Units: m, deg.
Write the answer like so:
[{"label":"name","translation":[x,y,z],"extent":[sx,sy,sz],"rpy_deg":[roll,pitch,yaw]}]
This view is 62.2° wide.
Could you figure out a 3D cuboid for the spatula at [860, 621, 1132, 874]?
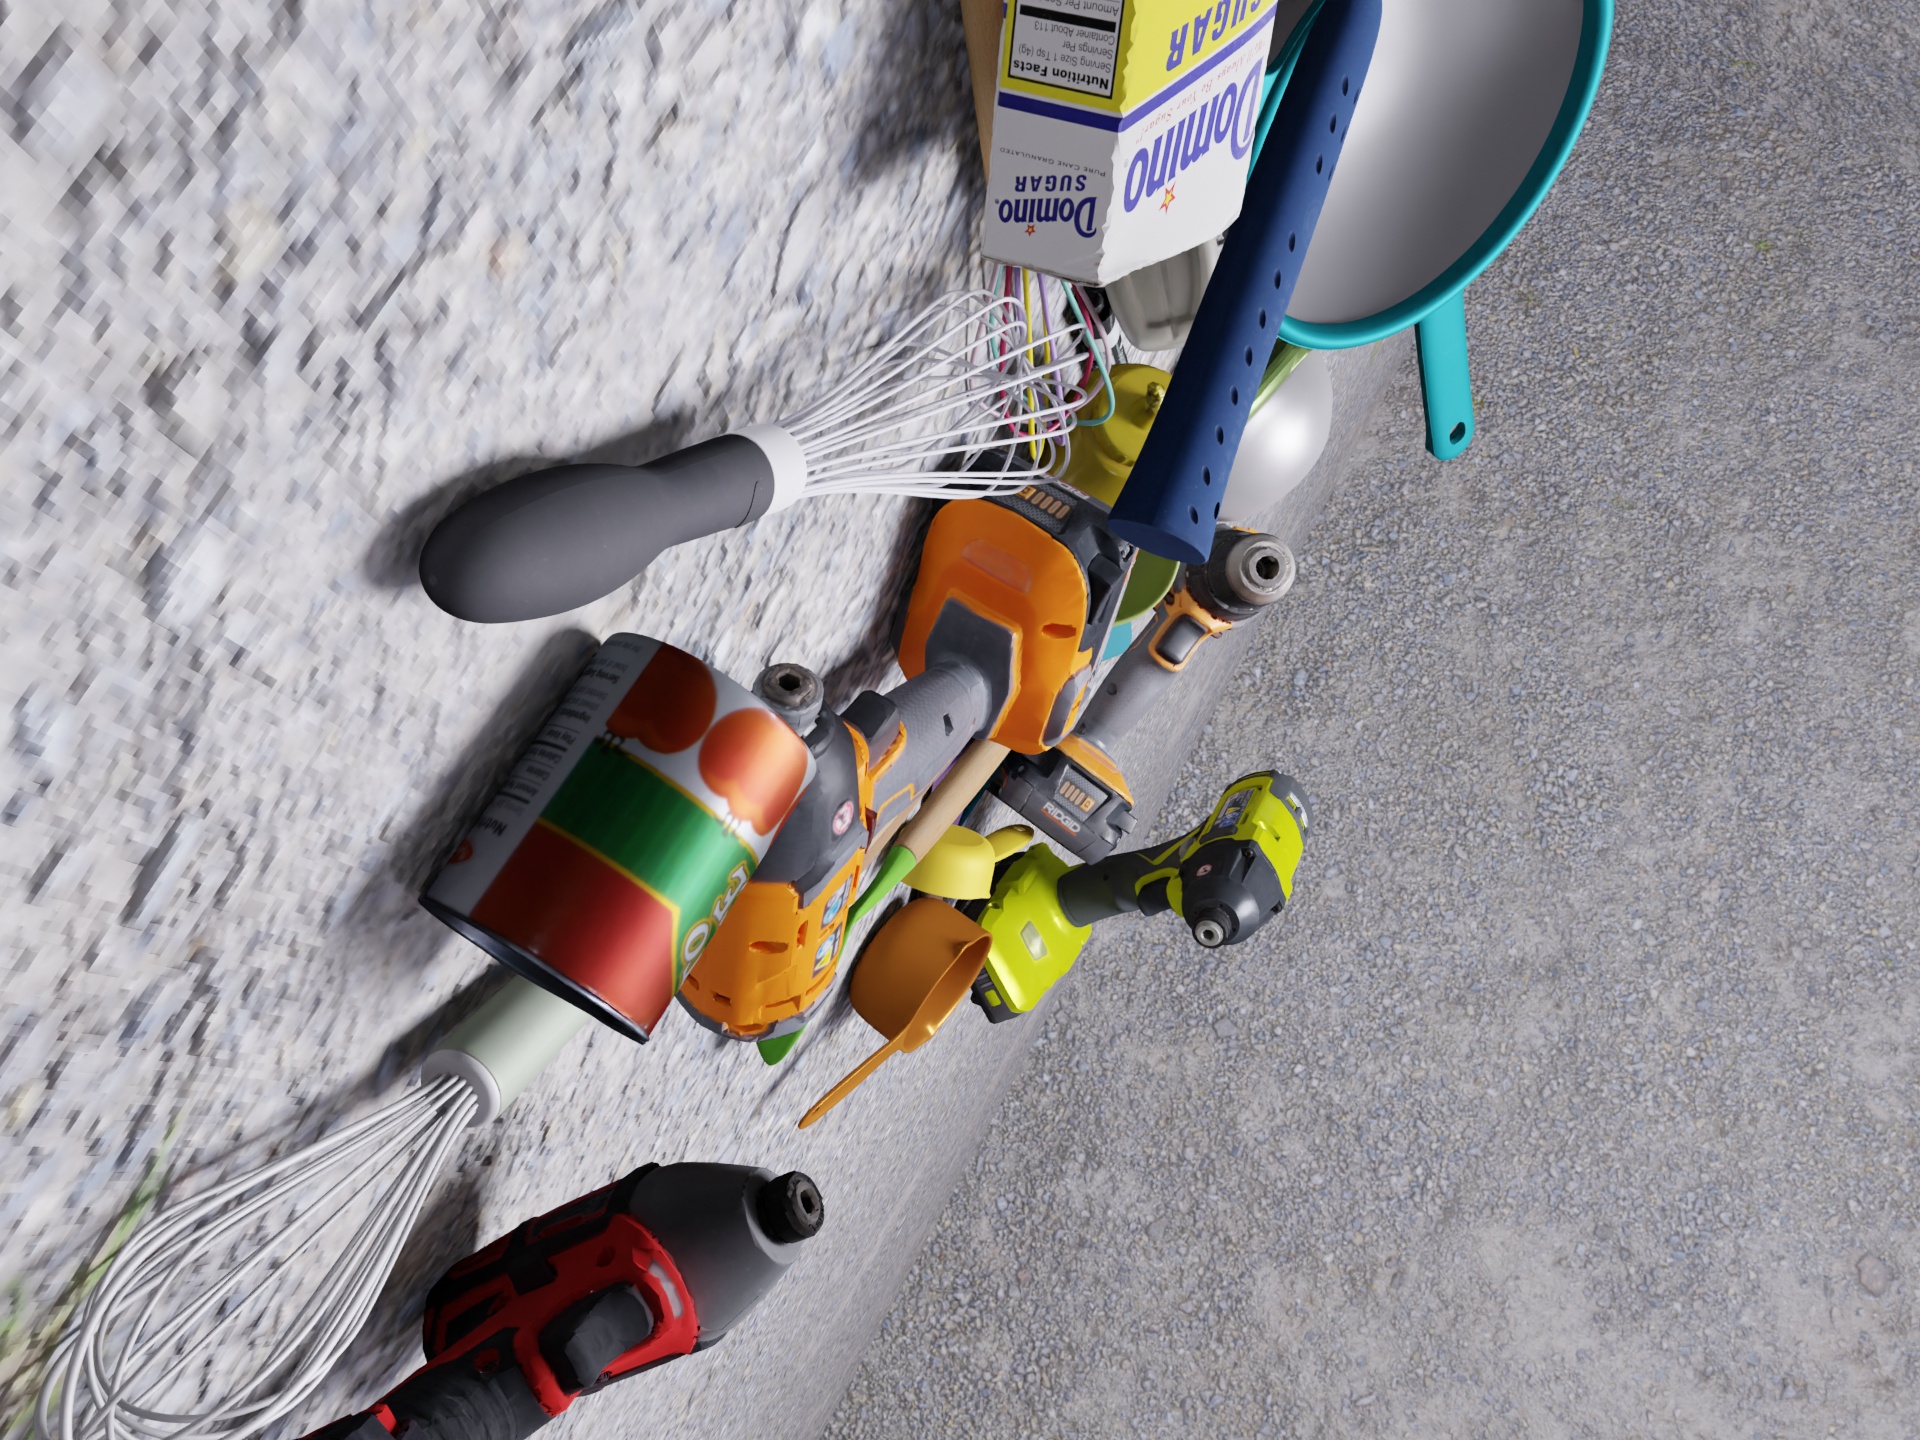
[{"label":"spatula","translation":[-0.007,0.020,0.786],"extent":[0.318,0.044,0.082],"rpy_deg":[-51,140,-37]}]

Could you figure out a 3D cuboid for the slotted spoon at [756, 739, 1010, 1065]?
[{"label":"slotted spoon","translation":[-0.018,0.055,0.821],"extent":[0.314,0.031,0.070],"rpy_deg":[-50,-177,-42]}]

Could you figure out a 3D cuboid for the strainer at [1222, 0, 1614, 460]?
[{"label":"strainer","translation":[0.204,-0.254,0.776],"extent":[0.211,0.095,0.340],"rpy_deg":[-38,146,-2]}]

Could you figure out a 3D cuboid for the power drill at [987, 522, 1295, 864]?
[{"label":"power drill","translation":[0.116,-0.024,0.976],"extent":[0.226,0.084,0.185],"rpy_deg":[-53,-174,-2]}]

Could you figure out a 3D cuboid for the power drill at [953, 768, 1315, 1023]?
[{"label":"power drill","translation":[0.105,0.115,1.014],"extent":[0.223,0.080,0.171],"rpy_deg":[-22,-168,30]}]

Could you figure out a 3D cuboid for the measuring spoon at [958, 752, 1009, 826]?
[{"label":"measuring spoon","translation":[0.010,0.031,0.969],"extent":[0.128,0.021,0.042],"rpy_deg":[-59,177,32]}]

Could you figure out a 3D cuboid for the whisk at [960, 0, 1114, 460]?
[{"label":"whisk","translation":[0.023,-0.155,0.524],"extent":[0.047,0.051,0.244],"rpy_deg":[-54,164,-12]}]

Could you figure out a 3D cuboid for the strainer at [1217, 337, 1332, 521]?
[{"label":"strainer","translation":[0.213,-0.196,0.956],"extent":[0.256,0.069,0.151],"rpy_deg":[-39,-170,49]}]

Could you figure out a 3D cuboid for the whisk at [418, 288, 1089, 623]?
[{"label":"whisk","translation":[-0.036,-0.073,0.426],"extent":[0.284,0.070,0.070],"rpy_deg":[-35,151,-56]}]

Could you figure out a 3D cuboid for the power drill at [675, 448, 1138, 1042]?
[{"label":"power drill","translation":[-0.021,-0.006,0.583],"extent":[0.226,0.084,0.164],"rpy_deg":[-48,162,-38]}]

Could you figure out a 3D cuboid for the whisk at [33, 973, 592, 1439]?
[{"label":"whisk","translation":[-0.135,0.102,0.416],"extent":[0.246,0.058,0.059],"rpy_deg":[-50,133,-61]}]

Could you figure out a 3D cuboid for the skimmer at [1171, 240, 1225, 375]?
[{"label":"skimmer","translation":[0.143,-0.171,0.886],"extent":[0.363,0.090,0.127],"rpy_deg":[-61,-159,3]}]

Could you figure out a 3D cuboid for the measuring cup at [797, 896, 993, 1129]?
[{"label":"measuring cup","translation":[-0.052,0.168,0.925],"extent":[0.173,0.052,0.095],"rpy_deg":[-37,155,-41]}]

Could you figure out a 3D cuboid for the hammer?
[{"label":"hammer","translation":[0.131,-0.248,0.515],"extent":[0.405,0.035,0.144],"rpy_deg":[-70,162,-3]}]

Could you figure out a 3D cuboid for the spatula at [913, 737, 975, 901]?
[{"label":"spatula","translation":[-0.015,0.092,0.976],"extent":[0.060,0.018,0.315],"rpy_deg":[-46,160,-36]}]

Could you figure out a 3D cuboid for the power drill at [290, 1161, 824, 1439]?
[{"label":"power drill","translation":[-0.129,0.193,0.445],"extent":[0.143,0.078,0.219],"rpy_deg":[-27,180,19]}]

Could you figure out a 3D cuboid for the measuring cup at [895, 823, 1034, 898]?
[{"label":"measuring cup","translation":[0.011,0.067,0.911],"extent":[0.156,0.062,0.029],"rpy_deg":[-20,125,-64]}]

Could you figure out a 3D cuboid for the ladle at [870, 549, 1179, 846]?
[{"label":"ladle","translation":[-0.001,-0.002,0.738],"extent":[0.320,0.078,0.062],"rpy_deg":[-49,179,-28]}]
